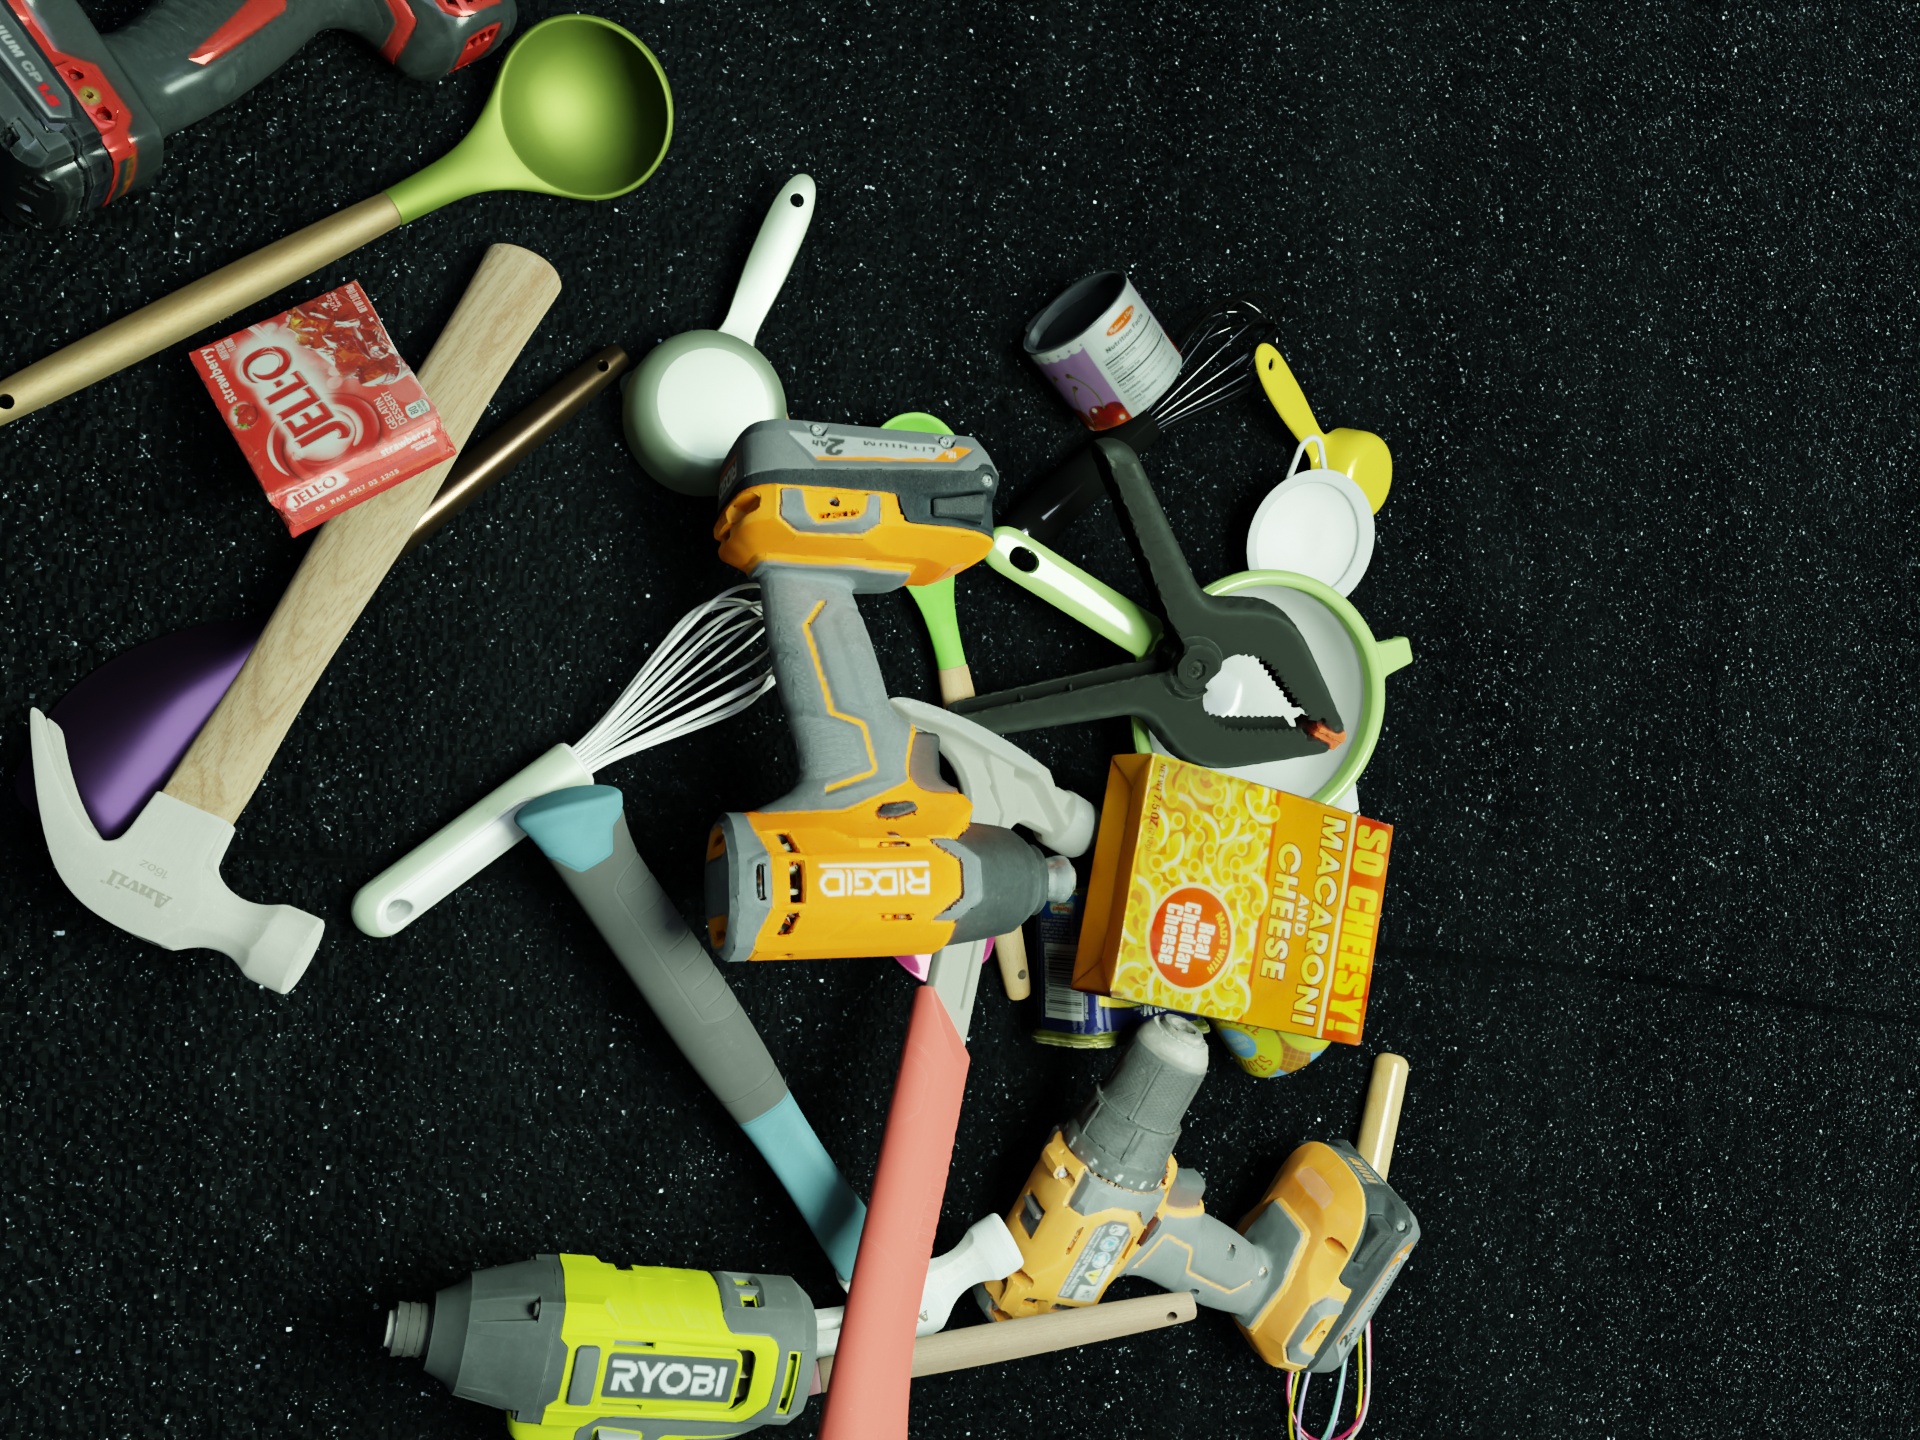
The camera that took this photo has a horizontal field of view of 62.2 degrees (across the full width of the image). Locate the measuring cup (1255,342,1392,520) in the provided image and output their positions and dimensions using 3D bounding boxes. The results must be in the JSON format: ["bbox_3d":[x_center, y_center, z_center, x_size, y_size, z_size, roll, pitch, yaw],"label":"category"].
[{"bbox_3d":[0.214,-0.170,0.931,0.156,0.029,0.062,40,74,-47],"label":"measuring cup"}]

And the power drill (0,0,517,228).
[{"bbox_3d":[-0.311,-0.317,0.624,0.227,0.080,0.187,-41,109,-28],"label":"power drill"}]

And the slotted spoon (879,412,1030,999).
[{"bbox_3d":[-0.001,-0.003,0.832,0.070,0.031,0.313,-17,100,-30],"label":"slotted spoon"}]

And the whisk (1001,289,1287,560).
[{"bbox_3d":[0.103,-0.165,0.886,0.239,0.055,0.055,-43,110,-20],"label":"whisk"}]

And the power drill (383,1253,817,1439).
[{"bbox_3d":[-0.167,0.337,0.665,0.171,0.080,0.223,11,95,-19],"label":"power drill"}]

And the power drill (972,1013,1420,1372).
[{"bbox_3d":[0.138,0.256,0.852,0.226,0.084,0.185,19,104,-28],"label":"power drill"}]

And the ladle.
[{"bbox_3d":[-0.258,-0.204,0.664,0.320,0.062,0.078,-38,113,-23],"label":"ladle"}]

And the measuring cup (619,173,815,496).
[{"bbox_3d":[-0.102,-0.187,0.750,0.083,0.038,0.167,24,85,-16],"label":"measuring cup"}]

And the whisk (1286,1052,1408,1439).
[{"bbox_3d":[0.239,0.324,0.963,0.047,0.051,0.245,15,74,5],"label":"whisk"}]

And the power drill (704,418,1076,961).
[{"bbox_3d":[-0.030,-0.010,0.704,0.164,0.084,0.226,2,79,-20],"label":"power drill"}]

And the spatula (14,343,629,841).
[{"bbox_3d":[-0.260,-0.067,0.681,0.059,0.018,0.316,48,67,-10],"label":"spatula"}]

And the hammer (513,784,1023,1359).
[{"bbox_3d":[-0.097,0.166,0.734,0.128,0.033,0.330,-31,110,-7],"label":"hammer"}]

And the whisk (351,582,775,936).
[{"bbox_3d":[-0.167,0.016,0.721,0.246,0.059,0.057,-39,136,-21],"label":"whisk"}]

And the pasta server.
[{"bbox_3d":[-0.038,0.307,0.746,0.316,0.040,0.060,-7,105,-11],"label":"pasta server"}]

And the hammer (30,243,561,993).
[{"bbox_3d":[-0.256,-0.065,0.655,0.130,0.031,0.331,25,68,-7],"label":"hammer"}]

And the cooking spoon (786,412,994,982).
[{"bbox_3d":[-0.049,-0.017,0.806,0.068,0.017,0.319,-20,99,-12],"label":"cooking spoon"}]

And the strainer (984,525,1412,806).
[{"bbox_3d":[0.113,-0.038,0.881,0.256,0.069,0.151,30,92,-17],"label":"strainer"}]

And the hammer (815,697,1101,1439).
[{"bbox_3d":[-0.022,0.172,0.729,0.149,0.037,0.359,30,61,-33],"label":"hammer"}]

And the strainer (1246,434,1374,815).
[{"bbox_3d":[0.215,-0.042,0.955,0.087,0.050,0.258,-14,103,-17],"label":"strainer"}]
